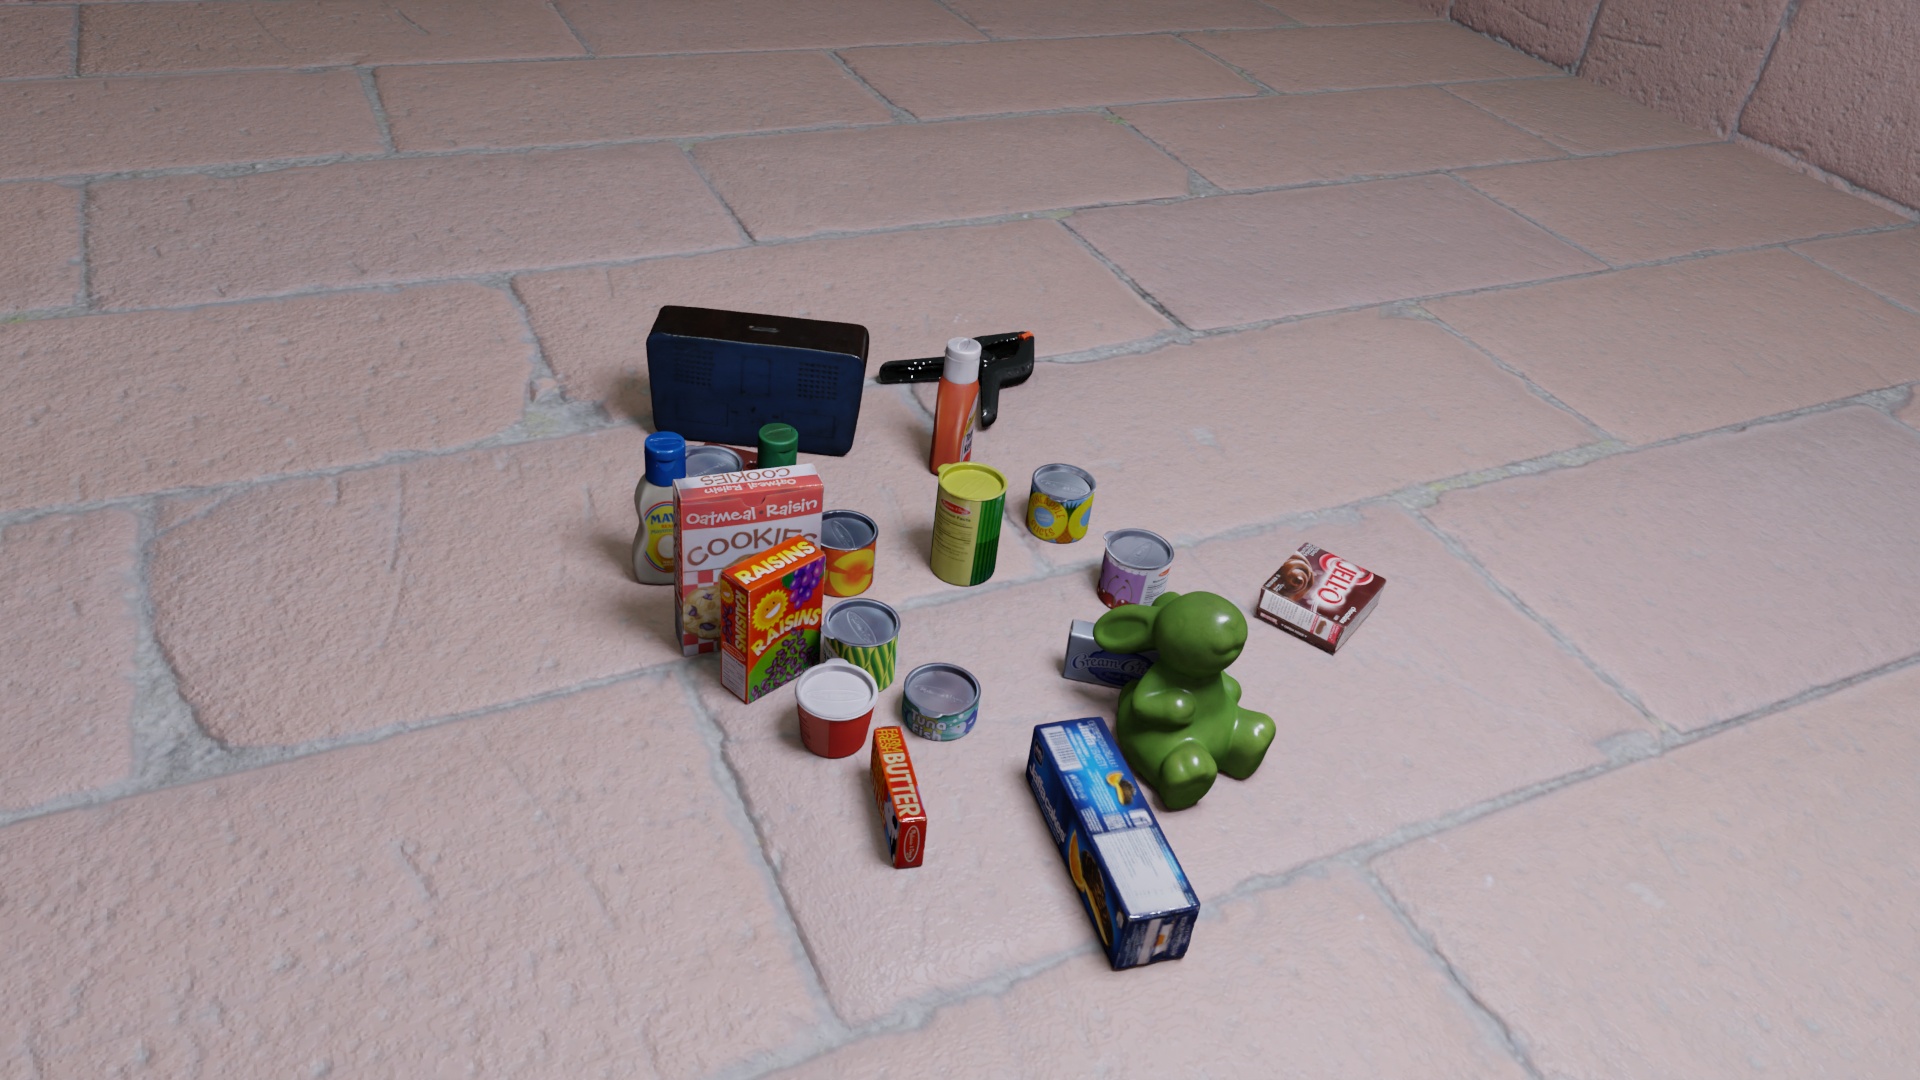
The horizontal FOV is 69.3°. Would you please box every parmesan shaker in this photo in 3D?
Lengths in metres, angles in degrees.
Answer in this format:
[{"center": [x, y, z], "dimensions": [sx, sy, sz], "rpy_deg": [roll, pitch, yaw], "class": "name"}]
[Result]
[{"center": [0.005, -0.017, 1.344], "dimensions": [0.071, 0.102, 0.072], "rpy_deg": [5, 35, -3], "class": "parmesan shaker"}]

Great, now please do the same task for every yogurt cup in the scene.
[{"center": [-0.103, 0.142, 1.146], "dimensions": [0.072, 0.053, 0.073], "rpy_deg": [5, 35, -3], "class": "yogurt cup"}]

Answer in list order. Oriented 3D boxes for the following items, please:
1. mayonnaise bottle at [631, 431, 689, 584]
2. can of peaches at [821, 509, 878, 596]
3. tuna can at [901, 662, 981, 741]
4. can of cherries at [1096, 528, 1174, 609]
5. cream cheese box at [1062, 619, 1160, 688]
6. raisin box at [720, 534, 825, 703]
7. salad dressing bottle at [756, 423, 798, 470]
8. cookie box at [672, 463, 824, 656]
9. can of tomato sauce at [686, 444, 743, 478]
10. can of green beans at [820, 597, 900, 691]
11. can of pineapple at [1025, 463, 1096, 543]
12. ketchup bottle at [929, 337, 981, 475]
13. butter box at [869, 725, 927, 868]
[{"center": [-0.270, -0.028, 1.274], "dimensions": [0.065, 0.147, 0.041], "rpy_deg": [-3, 37, -14], "class": "mayonnaise bottle"}, {"center": [-0.115, 0.013, 1.321], "dimensions": [0.071, 0.057, 0.071], "rpy_deg": [5, 35, -3], "class": "can of peaches"}, {"center": [-0.018, 0.139, 1.183], "dimensions": [0.071, 0.032, 0.071], "rpy_deg": [5, 35, -3], "class": "tuna can"}, {"center": [0.167, 0.029, 1.347], "dimensions": [0.071, 0.058, 0.072], "rpy_deg": [5, 35, -3], "class": "can of cherries"}, {"center": [0.145, 0.106, 1.240], "dimensions": [0.104, 0.053, 0.024], "rpy_deg": [11, 35, 5], "class": "cream cheese box"}, {"center": [-0.160, 0.067, 1.182], "dimensions": [0.040, 0.122, 0.086], "rpy_deg": [33, 43, 32], "class": "raisin box"}, {"center": [-0.174, -0.039, 1.306], "dimensions": [0.064, 0.146, 0.044], "rpy_deg": [-18, 42, -31], "class": "salad dressing bottle"}, {"center": [-0.185, 0.018, 1.208], "dimensions": [0.123, 0.166, 0.040], "rpy_deg": [-8, 38, -21], "class": "cookie box"}, {"center": [-0.247, -0.041, 1.352], "dimensions": [0.071, 0.082, 0.071], "rpy_deg": [5, 35, -3], "class": "can of tomato sauce"}, {"center": [-0.087, 0.093, 1.214], "dimensions": [0.071, 0.057, 0.071], "rpy_deg": [5, 35, -3], "class": "can of green beans"}, {"center": [0.102, -0.037, 1.429], "dimensions": [0.071, 0.057, 0.071], "rpy_deg": [5, 35, -3], "class": "can of pineapple"}, {"center": [-0.005, -0.143, 1.480], "dimensions": [0.043, 0.148, 0.065], "rpy_deg": [12, 36, 7], "class": "ketchup bottle"}, {"center": [-0.049, 0.198, 1.079], "dimensions": [0.024, 0.052, 0.104], "rpy_deg": [-3, 37, -14], "class": "butter box"}]
